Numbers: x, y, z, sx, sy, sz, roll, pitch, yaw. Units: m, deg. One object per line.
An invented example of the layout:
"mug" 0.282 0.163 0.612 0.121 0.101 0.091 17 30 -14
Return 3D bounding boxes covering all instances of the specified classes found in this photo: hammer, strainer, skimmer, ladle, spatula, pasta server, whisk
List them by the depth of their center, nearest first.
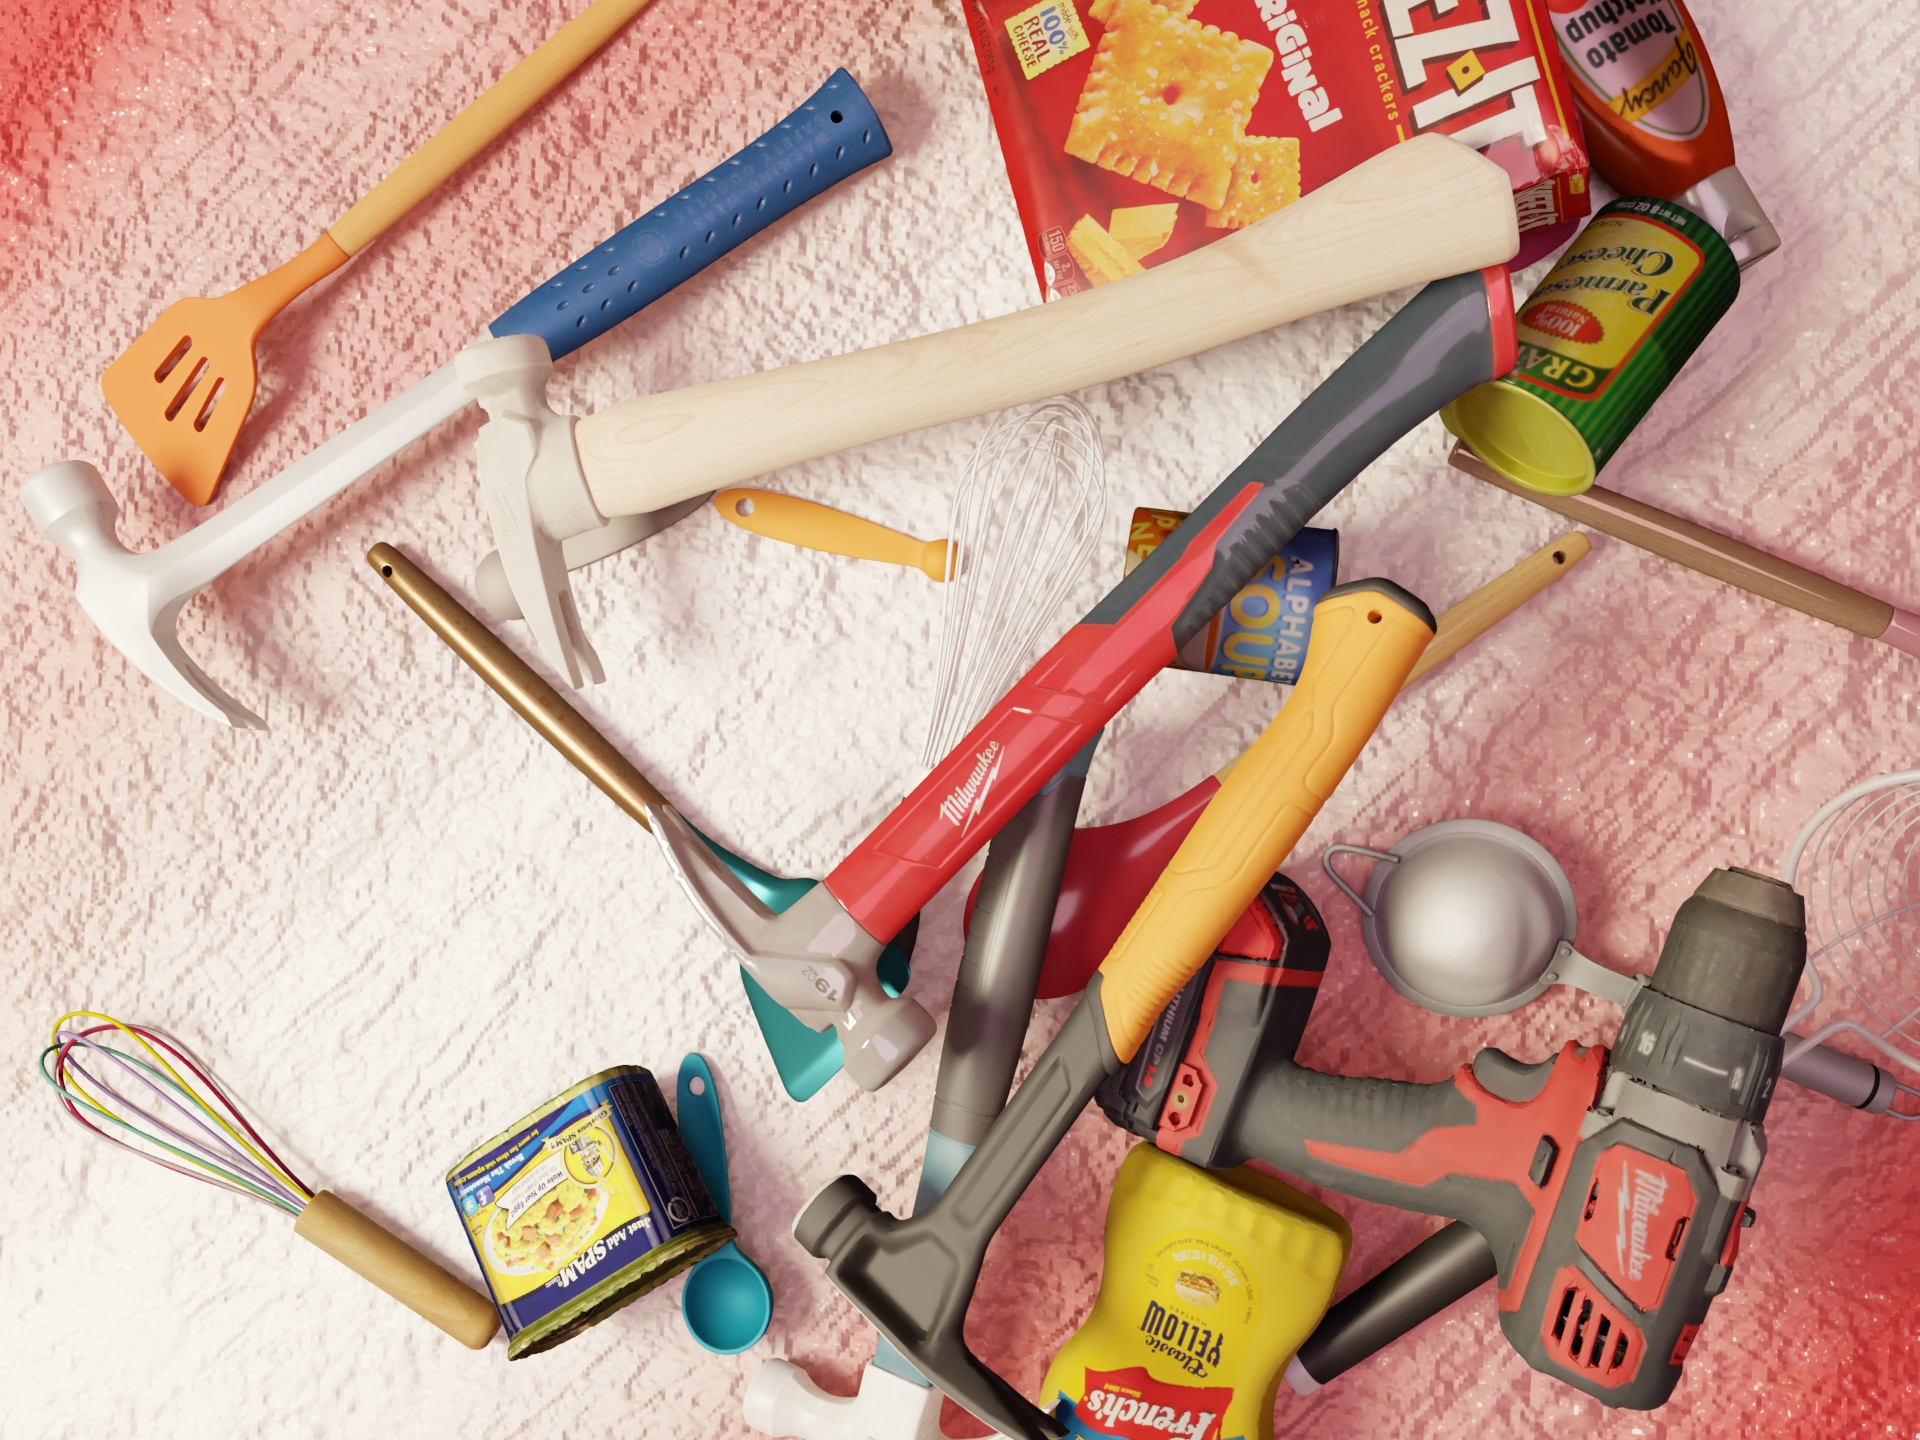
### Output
"hammer" 0.075 0.096 0.588 0.127 0.034 0.337 36 93 29
"skimmer" 0.261 0.157 0.595 0.363 0.090 0.127 -40 74 14
"hammer" 0.053 -0.042 0.611 0.386 0.038 0.143 -45 80 3
"hammer" 0.004 -0.126 0.614 0.410 0.038 0.146 -13 95 15
"pasta server" 0.351 -0.053 0.644 0.316 0.040 0.060 24 79 8
"strainer" 0.271 0.110 0.648 0.258 0.050 0.087 22 107 4
"hammer" 0.002 0.157 0.654 0.128 0.033 0.331 14 93 26
"ladle" 0.133 0.015 0.674 0.315 0.031 0.069 -35 83 3
"whisk" 0.000 -0.002 0.677 0.070 0.070 0.284 19 96 7
"hammer" -0.205 -0.150 0.697 0.405 0.035 0.144 -34 87 0
"spatula" -0.153 0.027 0.697 0.317 0.044 0.082 42 107 7
"whisk" -0.309 0.205 0.711 0.245 0.051 0.047 32 86 4
"spatula" -0.263 -0.231 0.730 0.322 0.041 0.081 -41 85 0

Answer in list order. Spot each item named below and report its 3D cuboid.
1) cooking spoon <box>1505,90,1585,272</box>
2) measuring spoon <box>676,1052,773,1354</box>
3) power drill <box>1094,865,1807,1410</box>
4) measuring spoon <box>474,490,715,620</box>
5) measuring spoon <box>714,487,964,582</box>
"cooking spoon" 0.187 -0.338 0.670 0.017 0.069 0.319 -12 79 -37
"measuring spoon" -0.106 0.211 0.702 0.042 0.021 0.129 -13 78 15
"power drill" 0.182 0.118 0.593 0.227 0.080 0.188 20 92 32
"measuring spoon" -0.165 -0.083 0.714 0.124 0.018 0.034 -27 85 4
"measuring spoon" -0.055 -0.084 0.704 0.117 0.011 0.021 16 90 7
